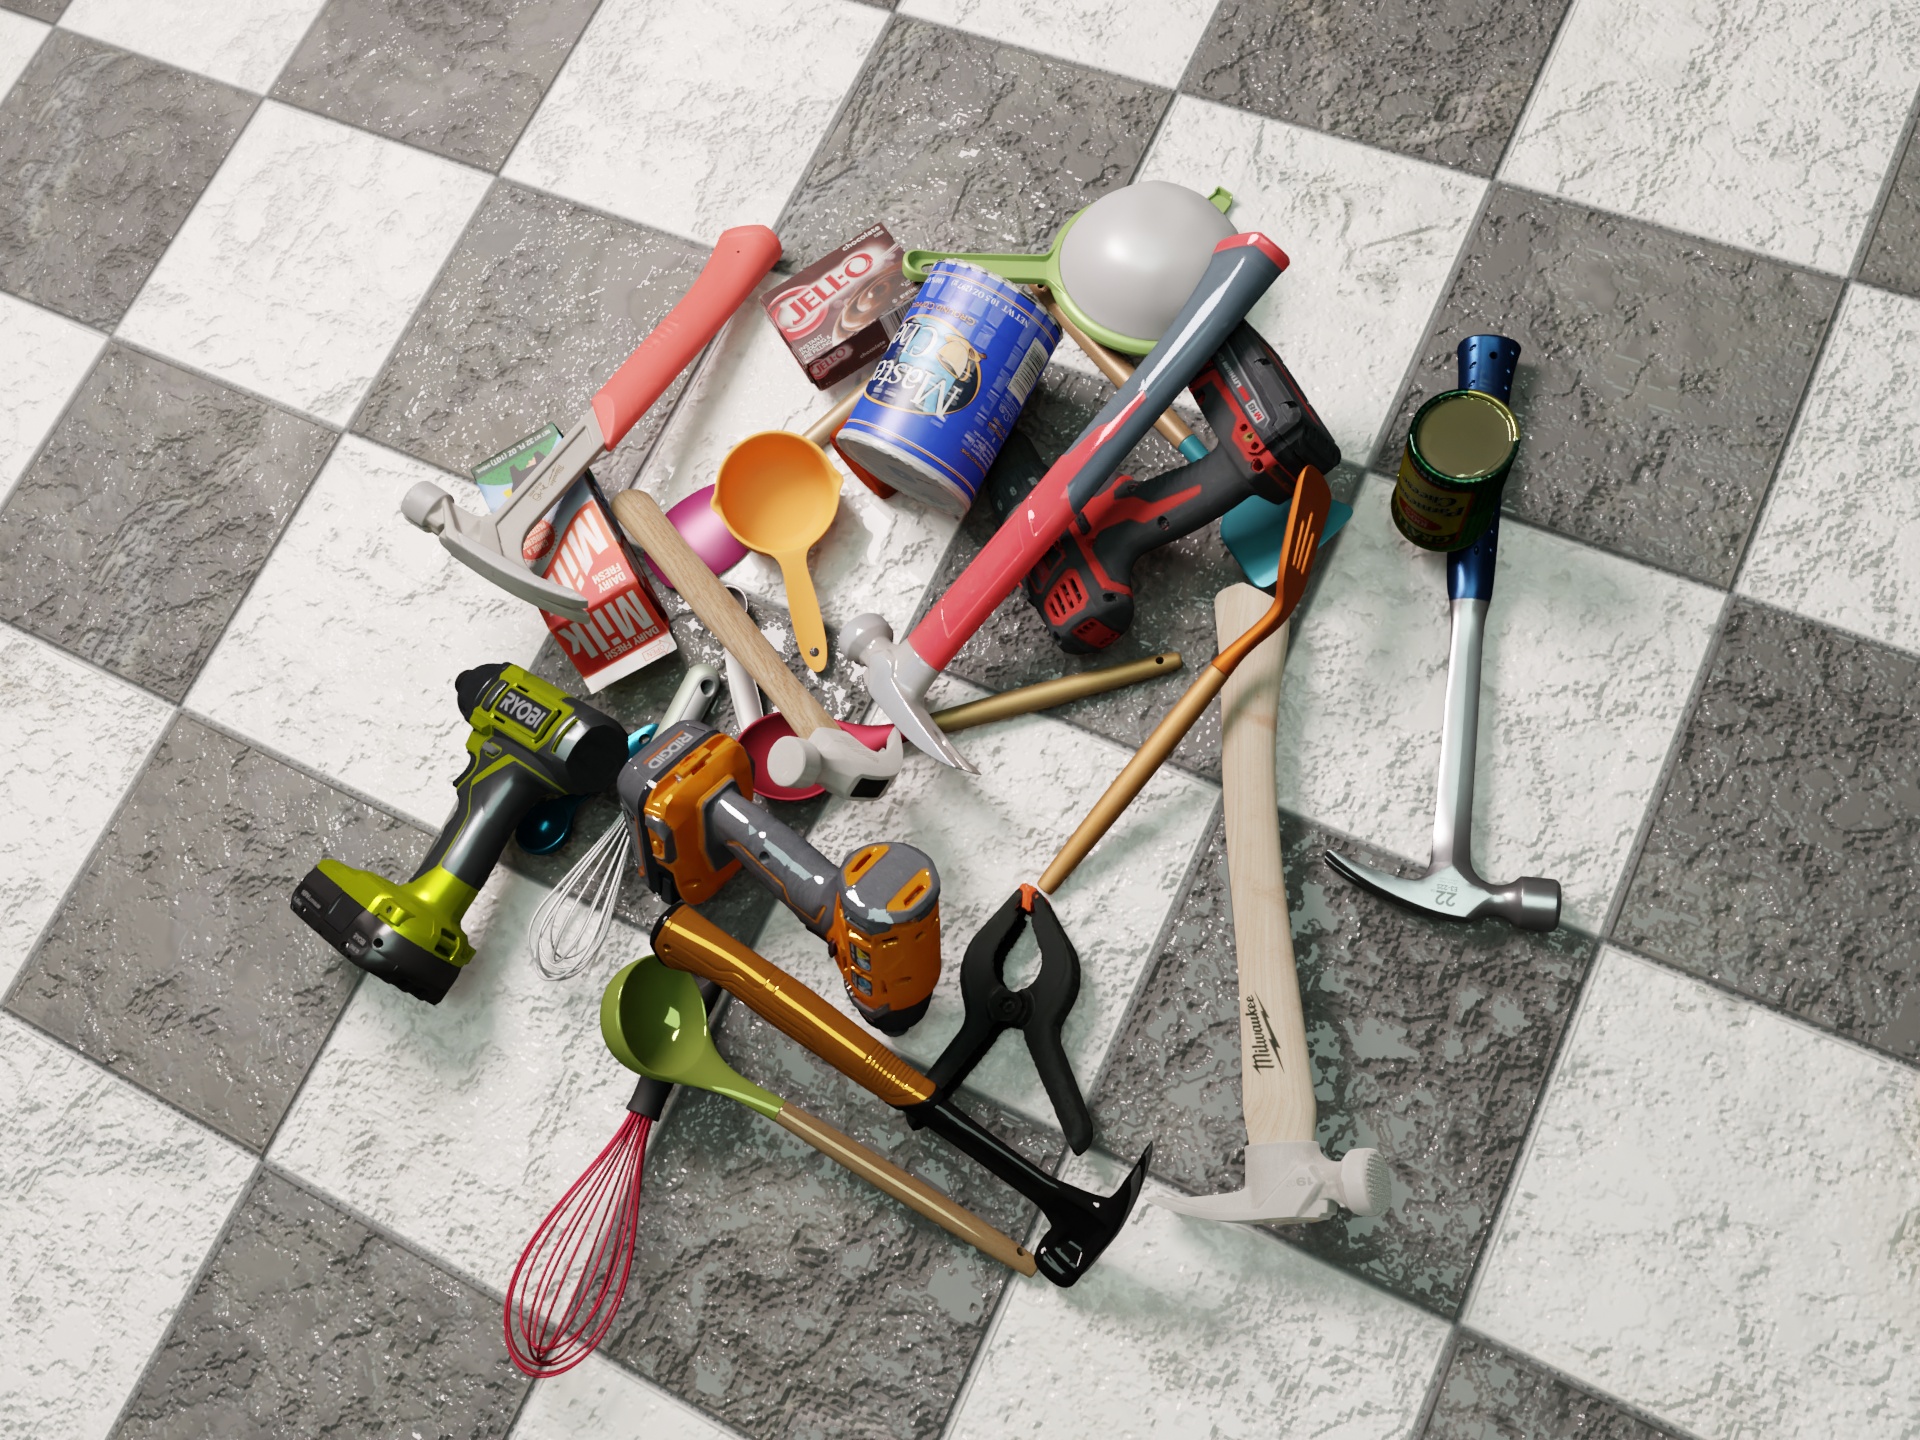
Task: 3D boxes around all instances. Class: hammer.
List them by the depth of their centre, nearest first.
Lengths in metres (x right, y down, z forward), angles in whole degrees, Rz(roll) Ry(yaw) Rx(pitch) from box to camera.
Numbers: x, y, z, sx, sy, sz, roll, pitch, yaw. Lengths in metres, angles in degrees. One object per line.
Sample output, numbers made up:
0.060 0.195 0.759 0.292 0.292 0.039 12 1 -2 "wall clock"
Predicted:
-0.046 0.210 0.964 0.337 0.127 0.034 33 40 9 "hammer"
0.180 0.105 1.010 0.146 0.038 0.411 -16 62 34 "hammer"
0.079 -0.143 1.022 0.386 0.038 0.143 -49 58 15 "hammer"
0.330 -0.069 1.052 0.144 0.035 0.406 6 74 11 "hammer"
-0.148 -0.058 1.078 0.332 0.130 0.031 48 111 34 "hammer"
-0.230 -0.233 1.149 0.149 0.036 0.359 30 62 6 "hammer"

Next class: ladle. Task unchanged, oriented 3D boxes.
-0.086 0.251 0.993 0.320 0.062 0.078 30 37 6 "ladle"
-0.002 -0.003 1.094 0.315 0.031 0.069 -14 66 3 "ladle"

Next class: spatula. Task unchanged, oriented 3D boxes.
0.146 -0.019 1.031 0.041 0.081 0.322 42 100 23 "spatula"
0.144 -0.220 1.129 0.082 0.044 0.318 -40 69 2 "spatula"

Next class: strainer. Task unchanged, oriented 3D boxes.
0.087 -0.339 1.133 0.256 0.069 0.152 0 65 -4 "strainer"

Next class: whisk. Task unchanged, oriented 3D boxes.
-0.213 0.274 1.029 0.073 0.073 0.296 16 69 14 "whisk"
-0.229 0.068 1.102 0.059 0.057 0.246 9 67 44 "whisk"

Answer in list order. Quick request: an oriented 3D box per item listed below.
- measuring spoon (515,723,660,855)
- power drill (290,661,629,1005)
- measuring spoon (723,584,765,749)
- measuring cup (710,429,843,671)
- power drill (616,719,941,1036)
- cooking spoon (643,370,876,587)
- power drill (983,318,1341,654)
-0.259 0.050 1.130 0.128 0.021 0.042 -43 53 -14 "measuring spoon"
-0.347 0.066 1.097 0.171 0.080 0.223 24 74 39 "power drill"
-0.156 -0.037 1.141 0.034 0.018 0.124 -17 77 12 "measuring spoon"
-0.122 -0.119 1.144 0.095 0.052 0.173 -13 92 -6 "measuring cup"
-0.108 0.110 1.020 0.227 0.164 0.084 29 53 25 "power drill"
-0.106 -0.213 1.183 0.319 0.017 0.069 -41 73 -4 "cooking spoon"
0.118 -0.175 1.076 0.226 0.080 0.188 -36 60 21 "power drill"
